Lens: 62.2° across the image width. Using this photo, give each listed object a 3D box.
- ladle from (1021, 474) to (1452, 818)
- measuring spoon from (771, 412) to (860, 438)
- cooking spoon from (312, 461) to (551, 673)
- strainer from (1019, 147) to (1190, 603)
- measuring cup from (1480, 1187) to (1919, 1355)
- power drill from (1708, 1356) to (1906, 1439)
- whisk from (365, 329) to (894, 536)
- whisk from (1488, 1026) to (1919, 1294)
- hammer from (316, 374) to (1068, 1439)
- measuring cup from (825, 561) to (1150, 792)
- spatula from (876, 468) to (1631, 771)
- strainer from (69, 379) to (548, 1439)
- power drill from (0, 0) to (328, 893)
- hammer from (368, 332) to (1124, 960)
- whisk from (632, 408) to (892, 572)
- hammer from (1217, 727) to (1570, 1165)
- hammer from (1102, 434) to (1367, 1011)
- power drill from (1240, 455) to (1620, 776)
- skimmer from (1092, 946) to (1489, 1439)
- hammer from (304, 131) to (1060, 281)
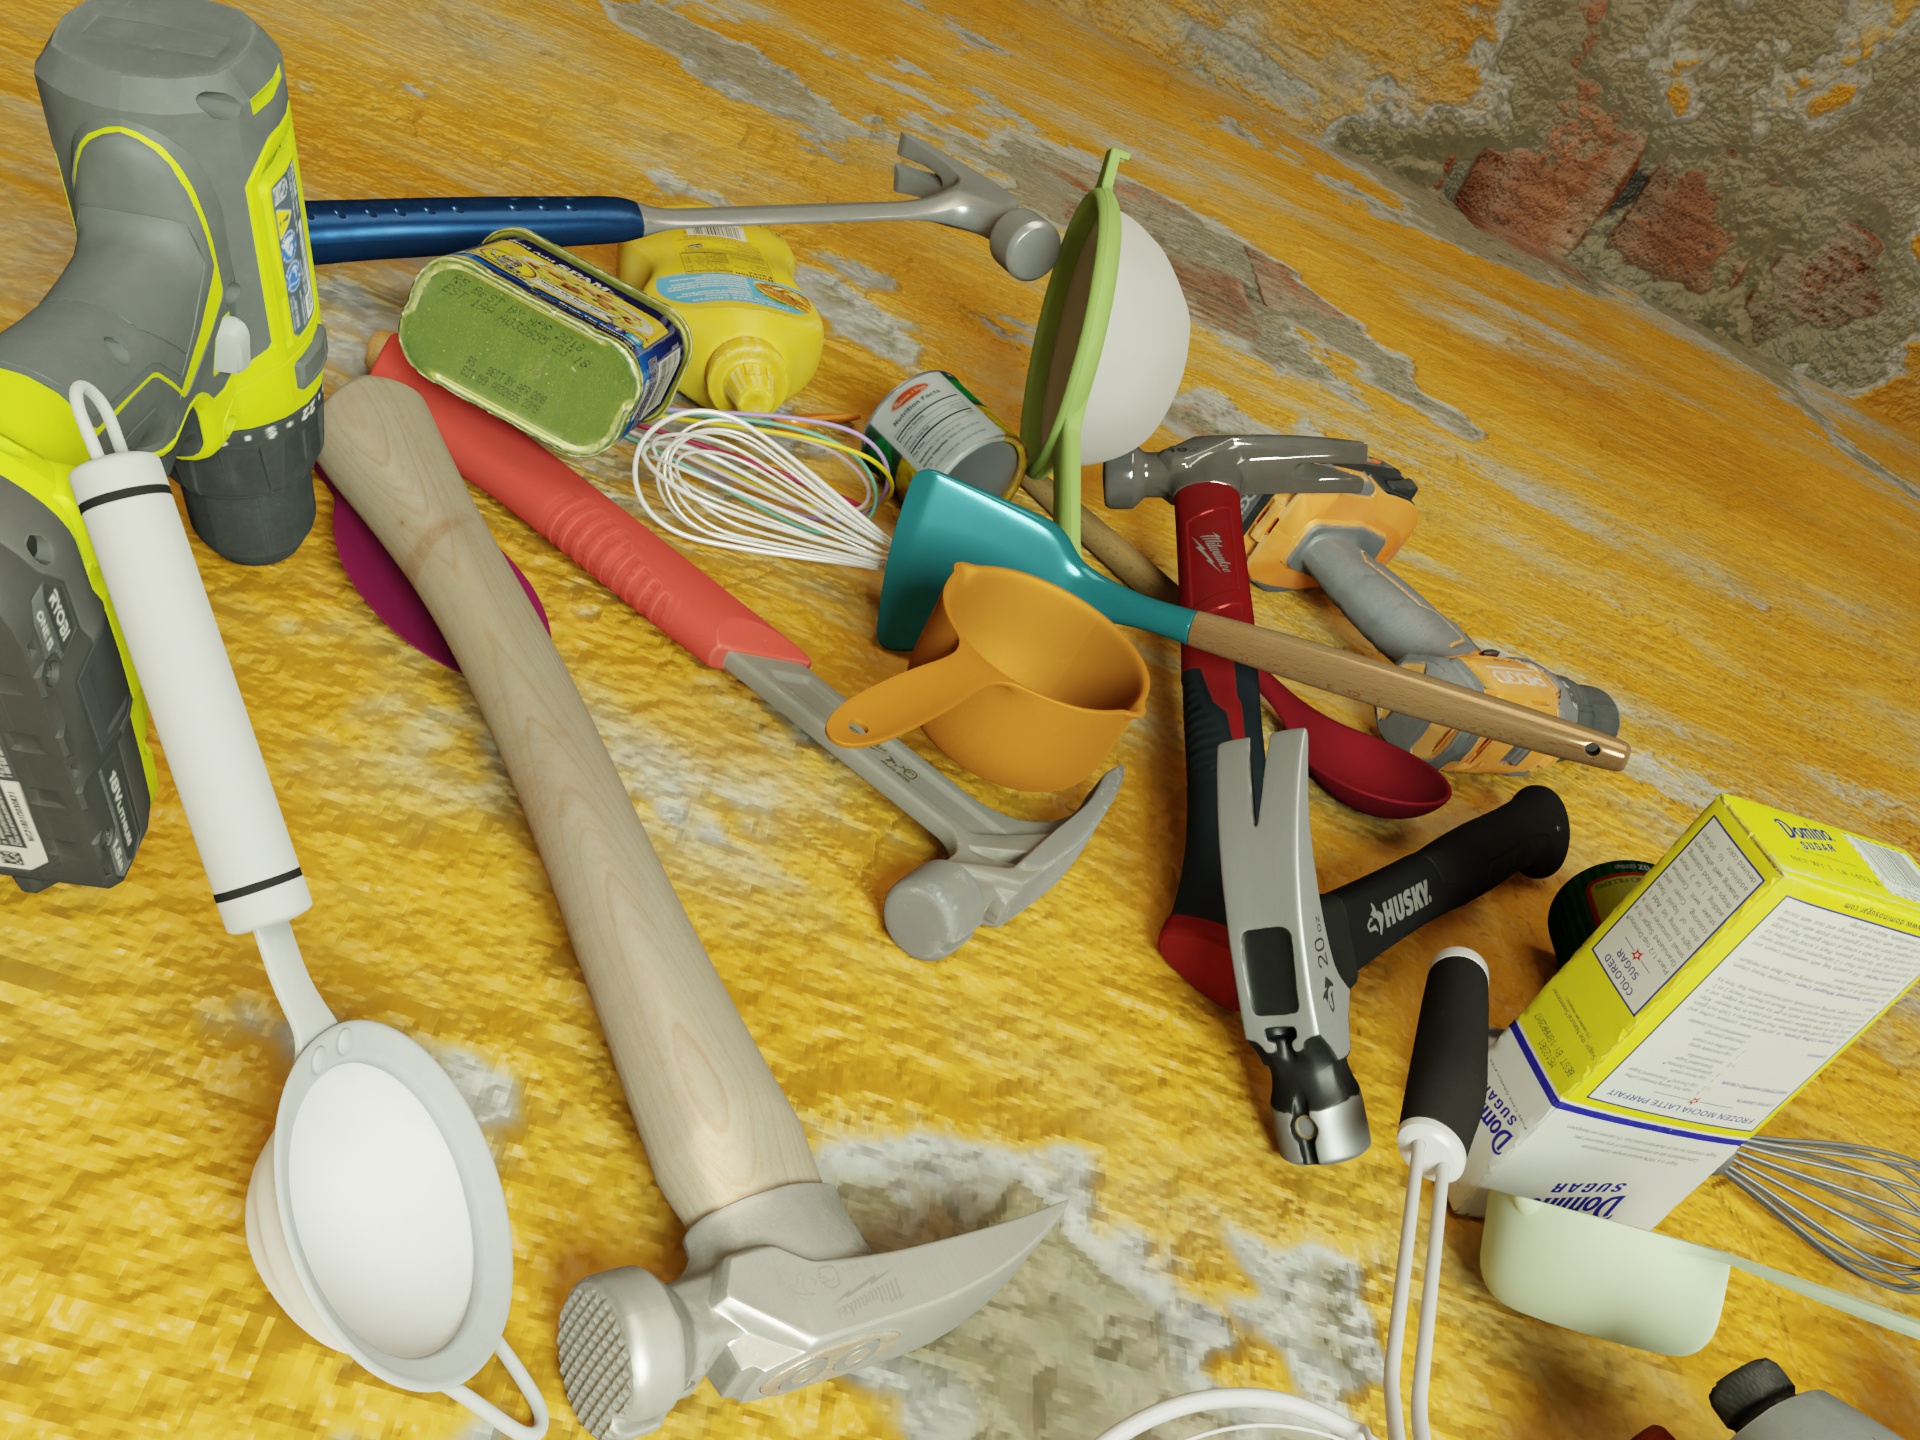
[{"bbox_3d":[0.128,-0.048,0.838,0.069,0.031,0.316,-12,47,-43],"label":"ladle"},{"bbox_3d":[-0.073,-0.154,0.829,0.021,0.011,0.117,4,13,11],"label":"measuring spoon"},{"bbox_3d":[-0.264,-0.118,0.638,0.068,0.017,0.319,-15,52,-48],"label":"cooking spoon"},{"bbox_3d":[0.079,-0.151,0.799,0.069,0.151,0.257,10,55,-10],"label":"strainer"},{"bbox_3d":[0.231,0.182,0.485,0.083,0.038,0.167,20,-10,-25],"label":"measuring cup"},{"bbox_3d":[0.291,0.245,0.430,0.219,0.078,0.143,23,25,-40],"label":"power drill"},{"bbox_3d":[-0.149,-0.134,0.738,0.245,0.051,0.047,14,-1,-15],"label":"whisk"},{"bbox_3d":[0.304,0.173,0.637,0.239,0.055,0.055,22,31,-2],"label":"whisk"},{"bbox_3d":[-0.120,0.019,0.516,0.146,0.038,0.411,0,44,-41],"label":"hammer"},{"bbox_3d":[-0.001,-0.002,0.579,0.095,0.052,0.173,41,35,18],"label":"measuring cup"},{"bbox_3d":[0.121,-0.029,0.676,0.317,0.082,0.044,18,14,15],"label":"spatula"},{"bbox_3d":[-0.156,0.049,0.361,0.087,0.050,0.258,-47,120,-81],"label":"strainer"},{"bbox_3d":[-0.240,-0.068,0.451,0.080,0.190,0.229,8,47,-6],"label":"power drill"},{"bbox_3d":[-0.103,-0.048,0.645,0.359,0.036,0.149,38,32,14],"label":"hammer"},{"bbox_3d":[-0.033,-0.074,0.728,0.246,0.059,0.058,23,16,-20],"label":"whisk"},{"bbox_3d":[0.198,0.063,0.673,0.334,0.035,0.146,-10,88,-54],"label":"hammer"},{"bbox_3d":[0.136,-0.025,0.737,0.143,0.038,0.387,0,39,6],"label":"hammer"},{"bbox_3d":[0.270,-0.059,0.918,0.185,0.084,0.226,2,43,-39],"label":"power drill"},{"bbox_3d":[0.106,0.169,0.457,0.127,0.090,0.363,50,28,-2],"label":"skimmer"},{"bbox_3d":[-0.156,-0.256,0.807,0.405,0.035,0.144,-11,41,-26],"label":"hammer"}]
